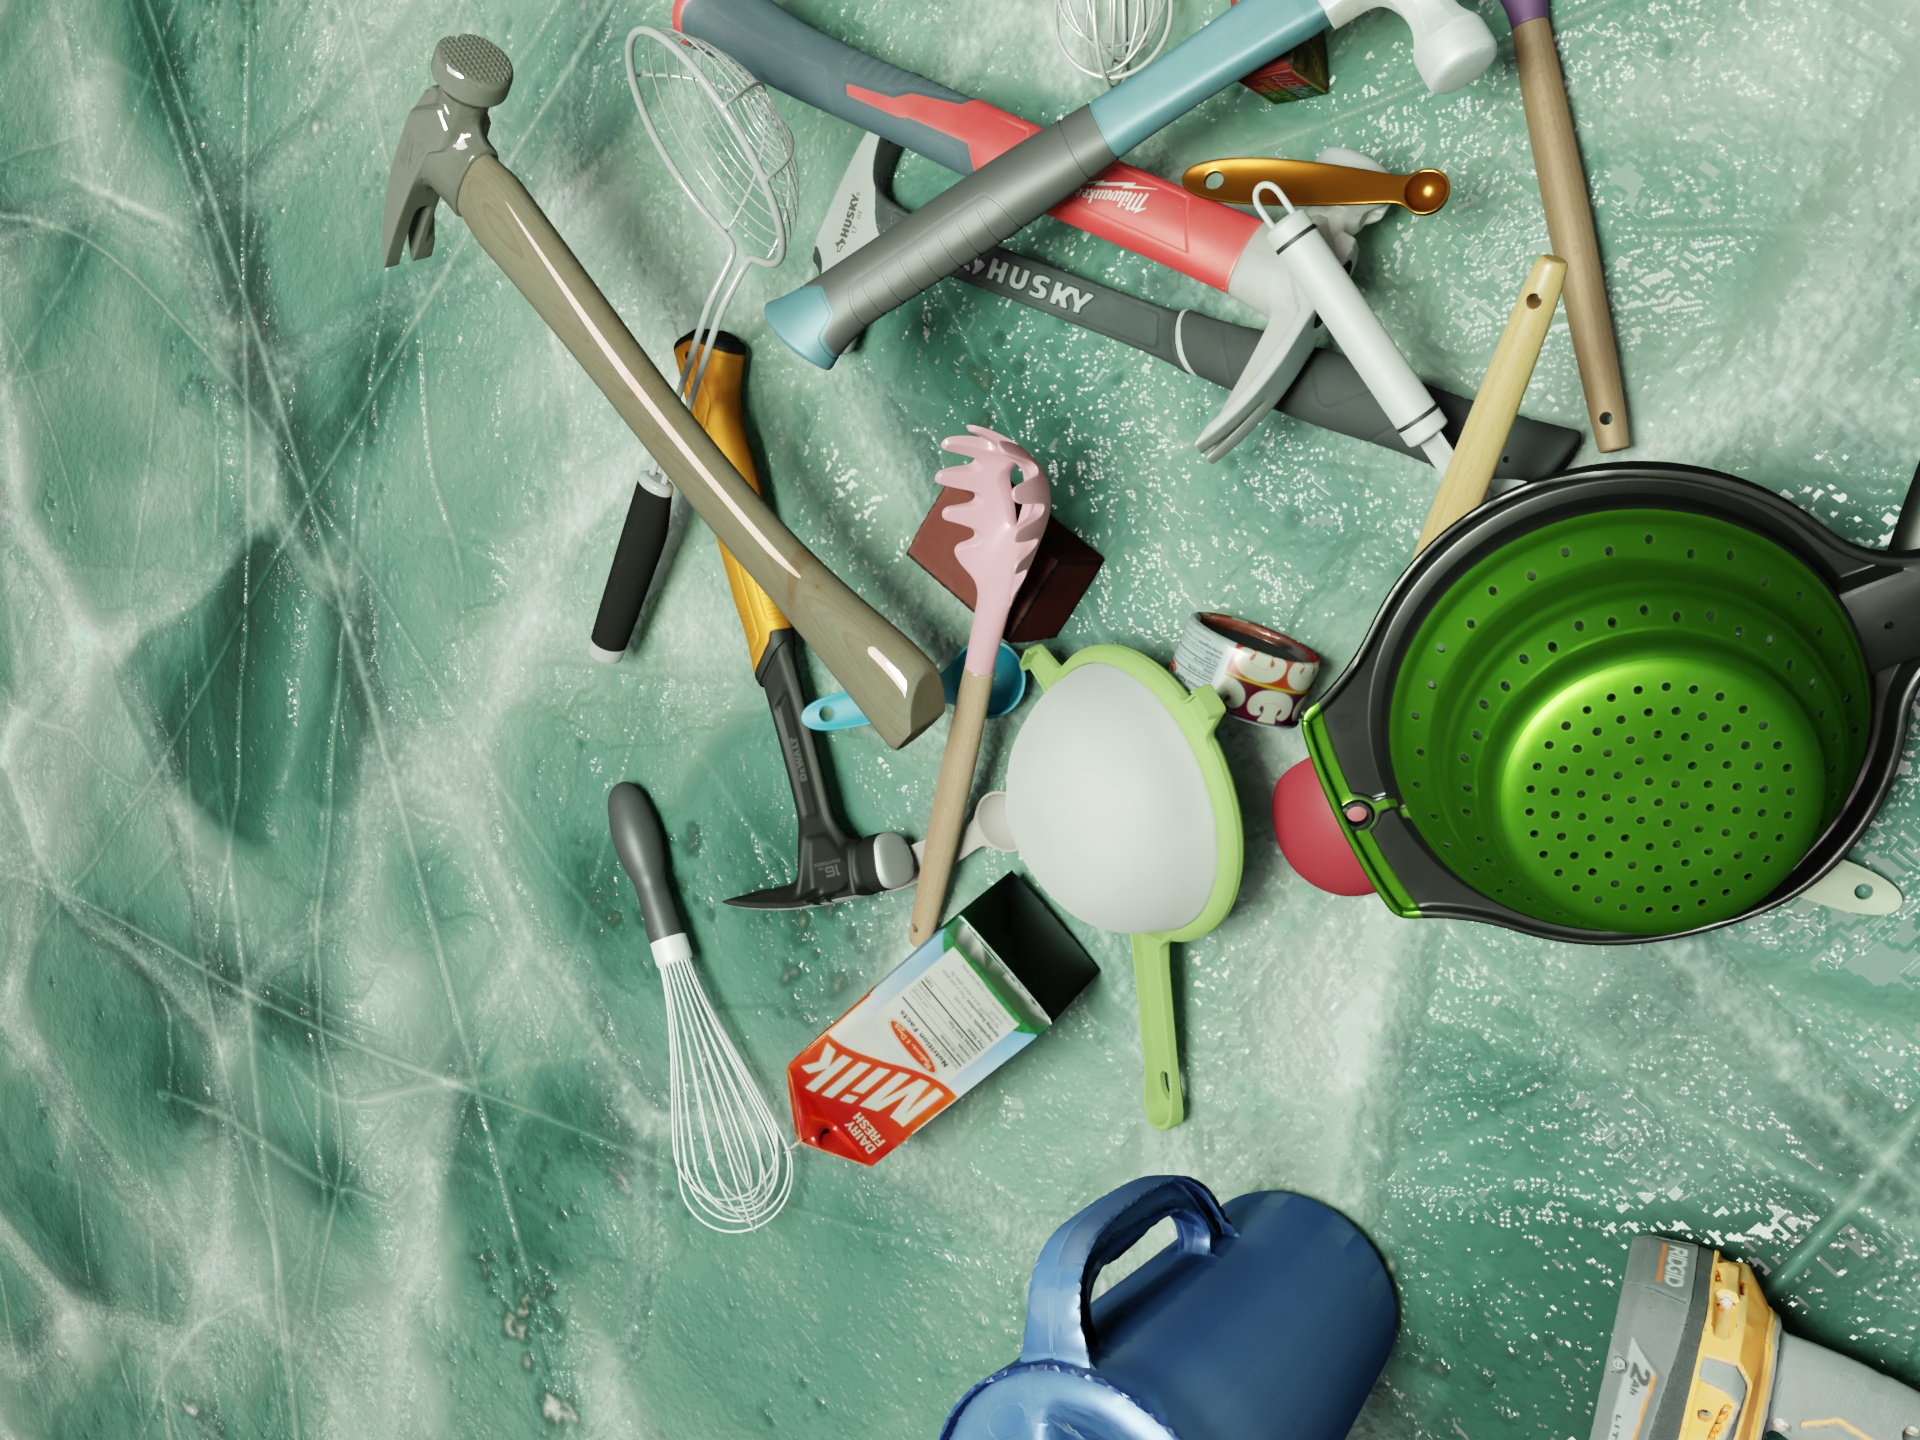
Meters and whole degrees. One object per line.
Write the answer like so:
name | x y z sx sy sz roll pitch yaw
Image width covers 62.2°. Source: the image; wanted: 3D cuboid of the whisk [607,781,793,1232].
whisk | -0.166 0.170 0.965 0.070 0.070 0.285 -26 78 32

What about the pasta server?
pasta server | -0.001 -0.003 0.801 0.060 0.040 0.316 42 134 37

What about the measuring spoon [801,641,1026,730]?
measuring spoon | -0.024 -0.014 0.856 0.128 0.021 0.042 -12 88 17

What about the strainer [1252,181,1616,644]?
strainer | 0.196 -0.115 0.665 0.258 0.050 0.087 55 152 -4

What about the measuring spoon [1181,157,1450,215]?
measuring spoon | 0.149 -0.226 0.675 0.117 0.011 0.021 13 87 27

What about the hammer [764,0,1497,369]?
hammer | 0.052 -0.250 0.698 0.331 0.033 0.128 -27 78 22

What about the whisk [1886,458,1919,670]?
whisk | 0.381 -0.157 0.581 0.073 0.073 0.295 16 111 30

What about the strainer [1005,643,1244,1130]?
strainer | 0.069 0.093 0.774 0.152 0.069 0.256 19 121 57

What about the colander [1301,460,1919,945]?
colander | 0.322 -0.019 0.567 0.397 0.094 0.204 -24 103 20

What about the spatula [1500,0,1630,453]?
spatula | 0.244 -0.268 0.672 0.060 0.018 0.316 -12 88 35

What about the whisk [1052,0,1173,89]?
whisk | 0.071 -0.421 0.746 0.058 0.059 0.246 0 92 20

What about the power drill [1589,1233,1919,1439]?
power drill | 0.371 0.323 0.635 0.226 0.084 0.185 12 104 26

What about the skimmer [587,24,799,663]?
skimmer | -0.172 -0.180 0.856 0.127 0.090 0.363 44 125 30

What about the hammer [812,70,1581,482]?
hammer | 0.096 -0.193 0.766 0.409 0.036 0.149 27 109 26

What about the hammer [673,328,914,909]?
hammer | -0.117 -0.058 0.913 0.127 0.034 0.337 -15 86 37

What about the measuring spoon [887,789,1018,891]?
measuring spoon | -0.004 0.068 0.877 0.124 0.018 0.034 -28 89 38

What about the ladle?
ladle | 0.191 -0.042 0.666 0.069 0.031 0.315 30 130 24

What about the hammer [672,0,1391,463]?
hammer | 0.002 -0.264 0.764 0.386 0.038 0.143 31 95 22

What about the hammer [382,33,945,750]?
hammer | -0.155 -0.147 0.812 0.411 0.038 0.146 51 137 6

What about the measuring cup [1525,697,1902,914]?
measuring cup | 0.306 0.041 0.670 0.167 0.038 0.083 21 110 11
